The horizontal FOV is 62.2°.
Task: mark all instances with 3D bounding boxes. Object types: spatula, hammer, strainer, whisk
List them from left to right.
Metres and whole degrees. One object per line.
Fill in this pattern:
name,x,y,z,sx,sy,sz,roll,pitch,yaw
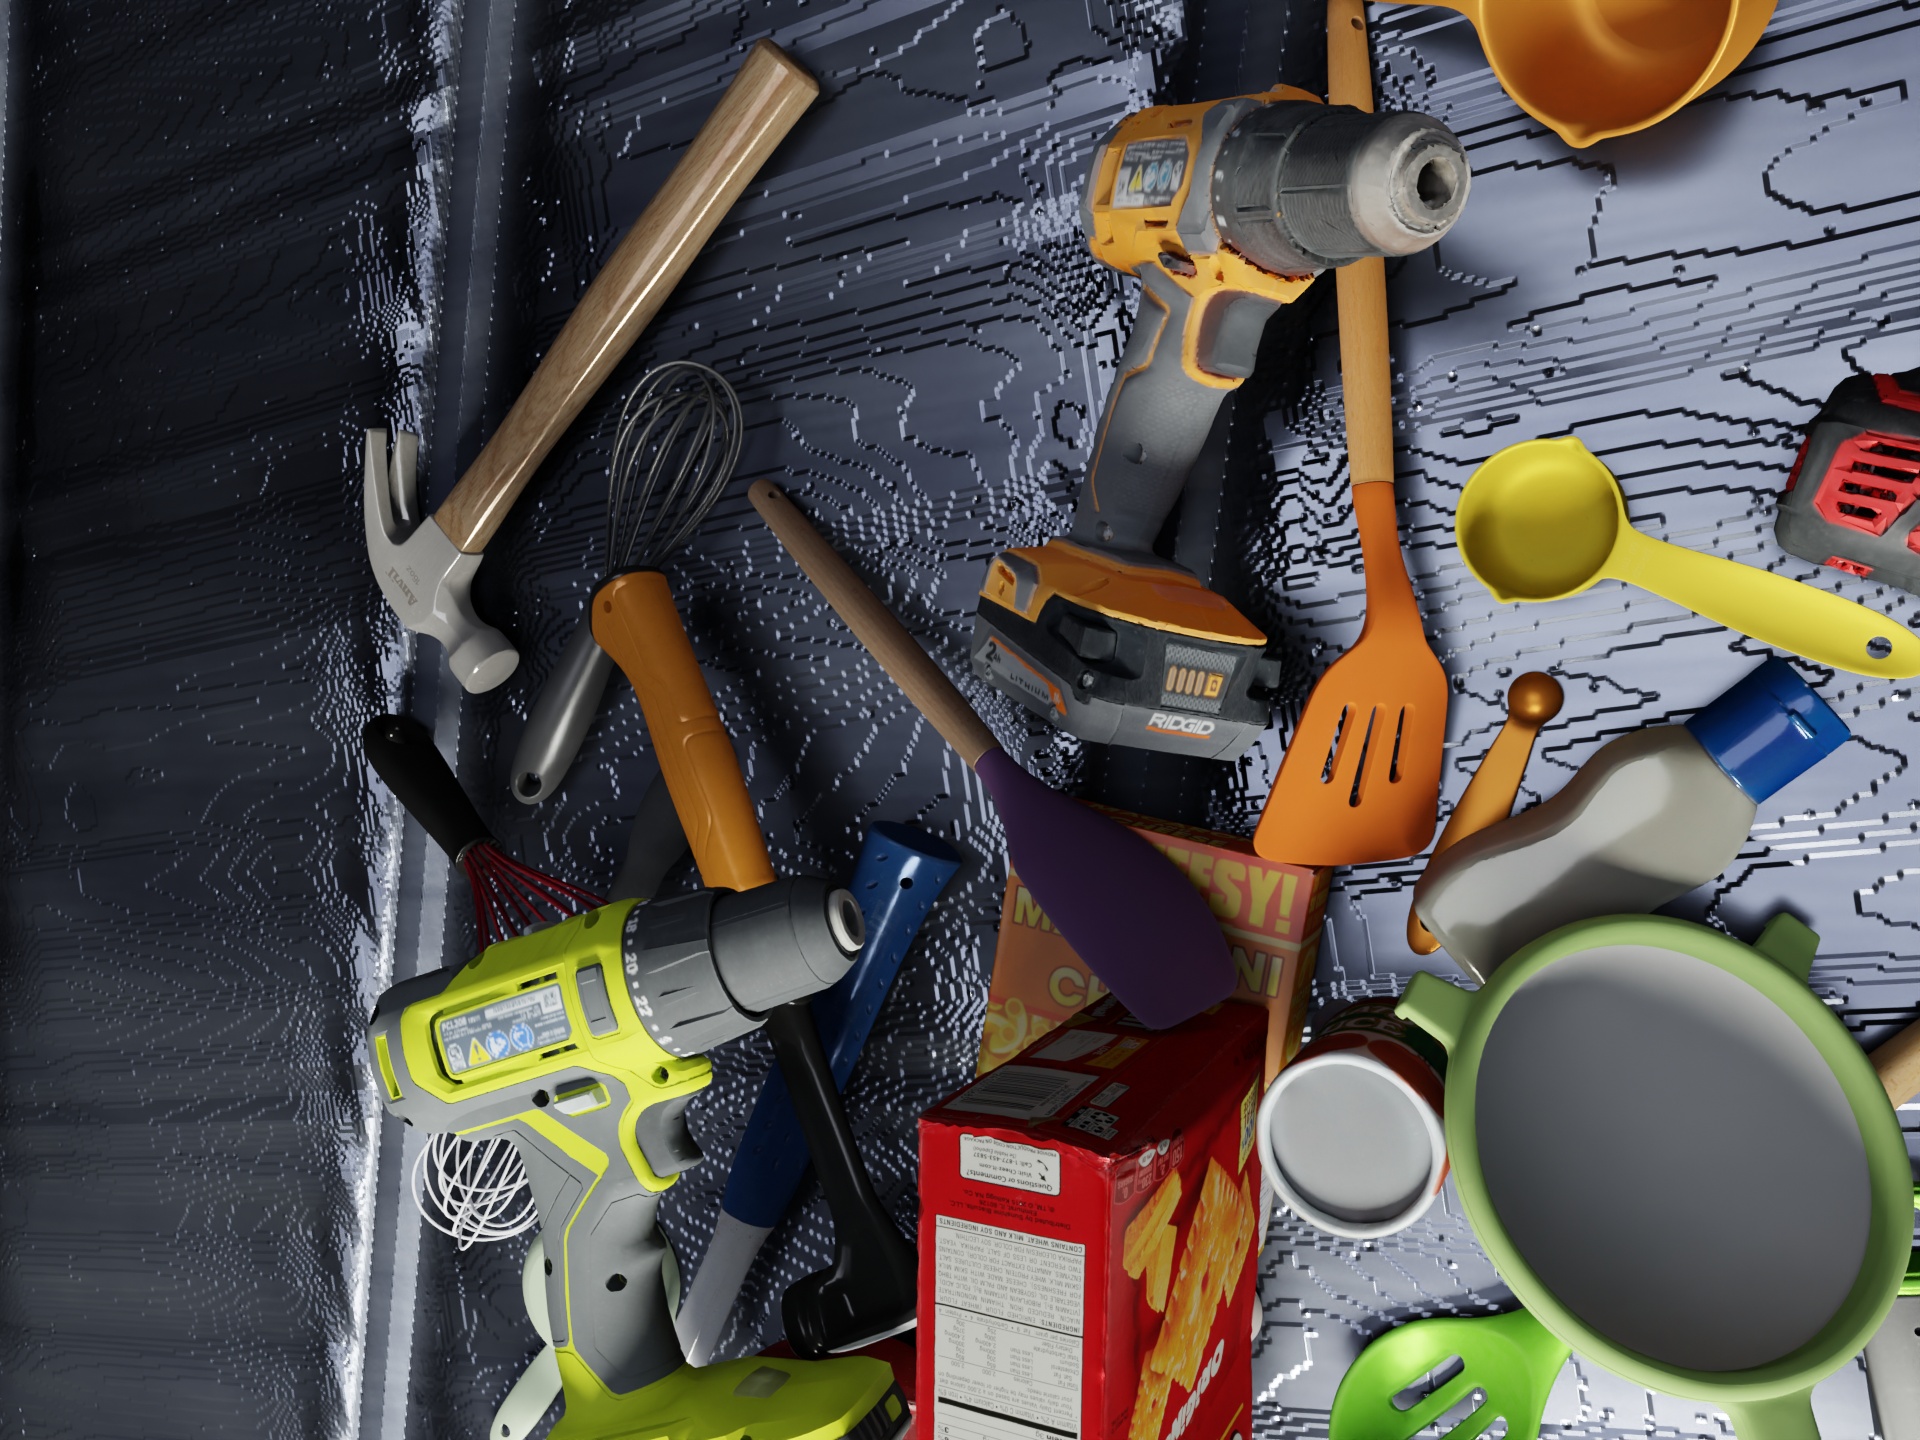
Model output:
whisk,-0.213,0.074,0.732,0.296,0.073,0.073,39,110,39
hammer,-0.178,-0.173,0.746,0.130,0.031,0.331,48,111,15
whisk,-0.181,0.134,0.760,0.070,0.070,0.284,33,102,20
whisk,-0.163,-0.059,0.739,0.055,0.055,0.239,36,112,19
hammer,-0.105,0.230,0.717,0.144,0.035,0.405,23,101,-5
hammer,-0.080,0.081,0.650,0.127,0.034,0.337,-37,68,39
spatula,-0.001,-0.002,0.639,0.316,0.060,0.018,49,145,30
spatula,0.144,-0.109,0.586,0.041,0.081,0.323,167,102,-66
strainer,0.233,0.192,0.506,0.151,0.069,0.257,-7,68,-10

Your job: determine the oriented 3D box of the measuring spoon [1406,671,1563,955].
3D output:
measuring spoon,0.193,0.036,0.591,0.021,0.011,0.117,26,105,22

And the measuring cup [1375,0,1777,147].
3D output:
measuring cup,0.192,-0.259,0.546,0.174,0.052,0.095,30,140,38

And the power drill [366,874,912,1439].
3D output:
power drill,-0.101,0.176,0.576,0.190,0.080,0.228,-19,84,16

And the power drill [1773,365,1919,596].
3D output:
power drill,0.353,-0.133,0.468,0.143,0.078,0.219,23,106,24

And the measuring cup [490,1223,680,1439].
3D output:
measuring cup,-0.202,0.311,0.787,0.083,0.038,0.167,40,107,18

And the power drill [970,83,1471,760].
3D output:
power drill,0.086,-0.103,0.554,0.185,0.084,0.226,-145,66,-63

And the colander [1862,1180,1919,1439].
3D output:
colander,0.336,0.352,0.498,0.204,0.094,0.397,-12,88,26

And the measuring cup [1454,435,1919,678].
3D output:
measuring cup,0.247,-0.050,0.544,0.157,0.029,0.062,27,106,25

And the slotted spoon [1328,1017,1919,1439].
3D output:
slotted spoon,0.255,0.183,0.562,0.313,0.031,0.070,-47,50,18

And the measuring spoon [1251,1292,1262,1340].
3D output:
measuring spoon,0.066,0.224,0.662,0.124,0.018,0.034,24,104,23
